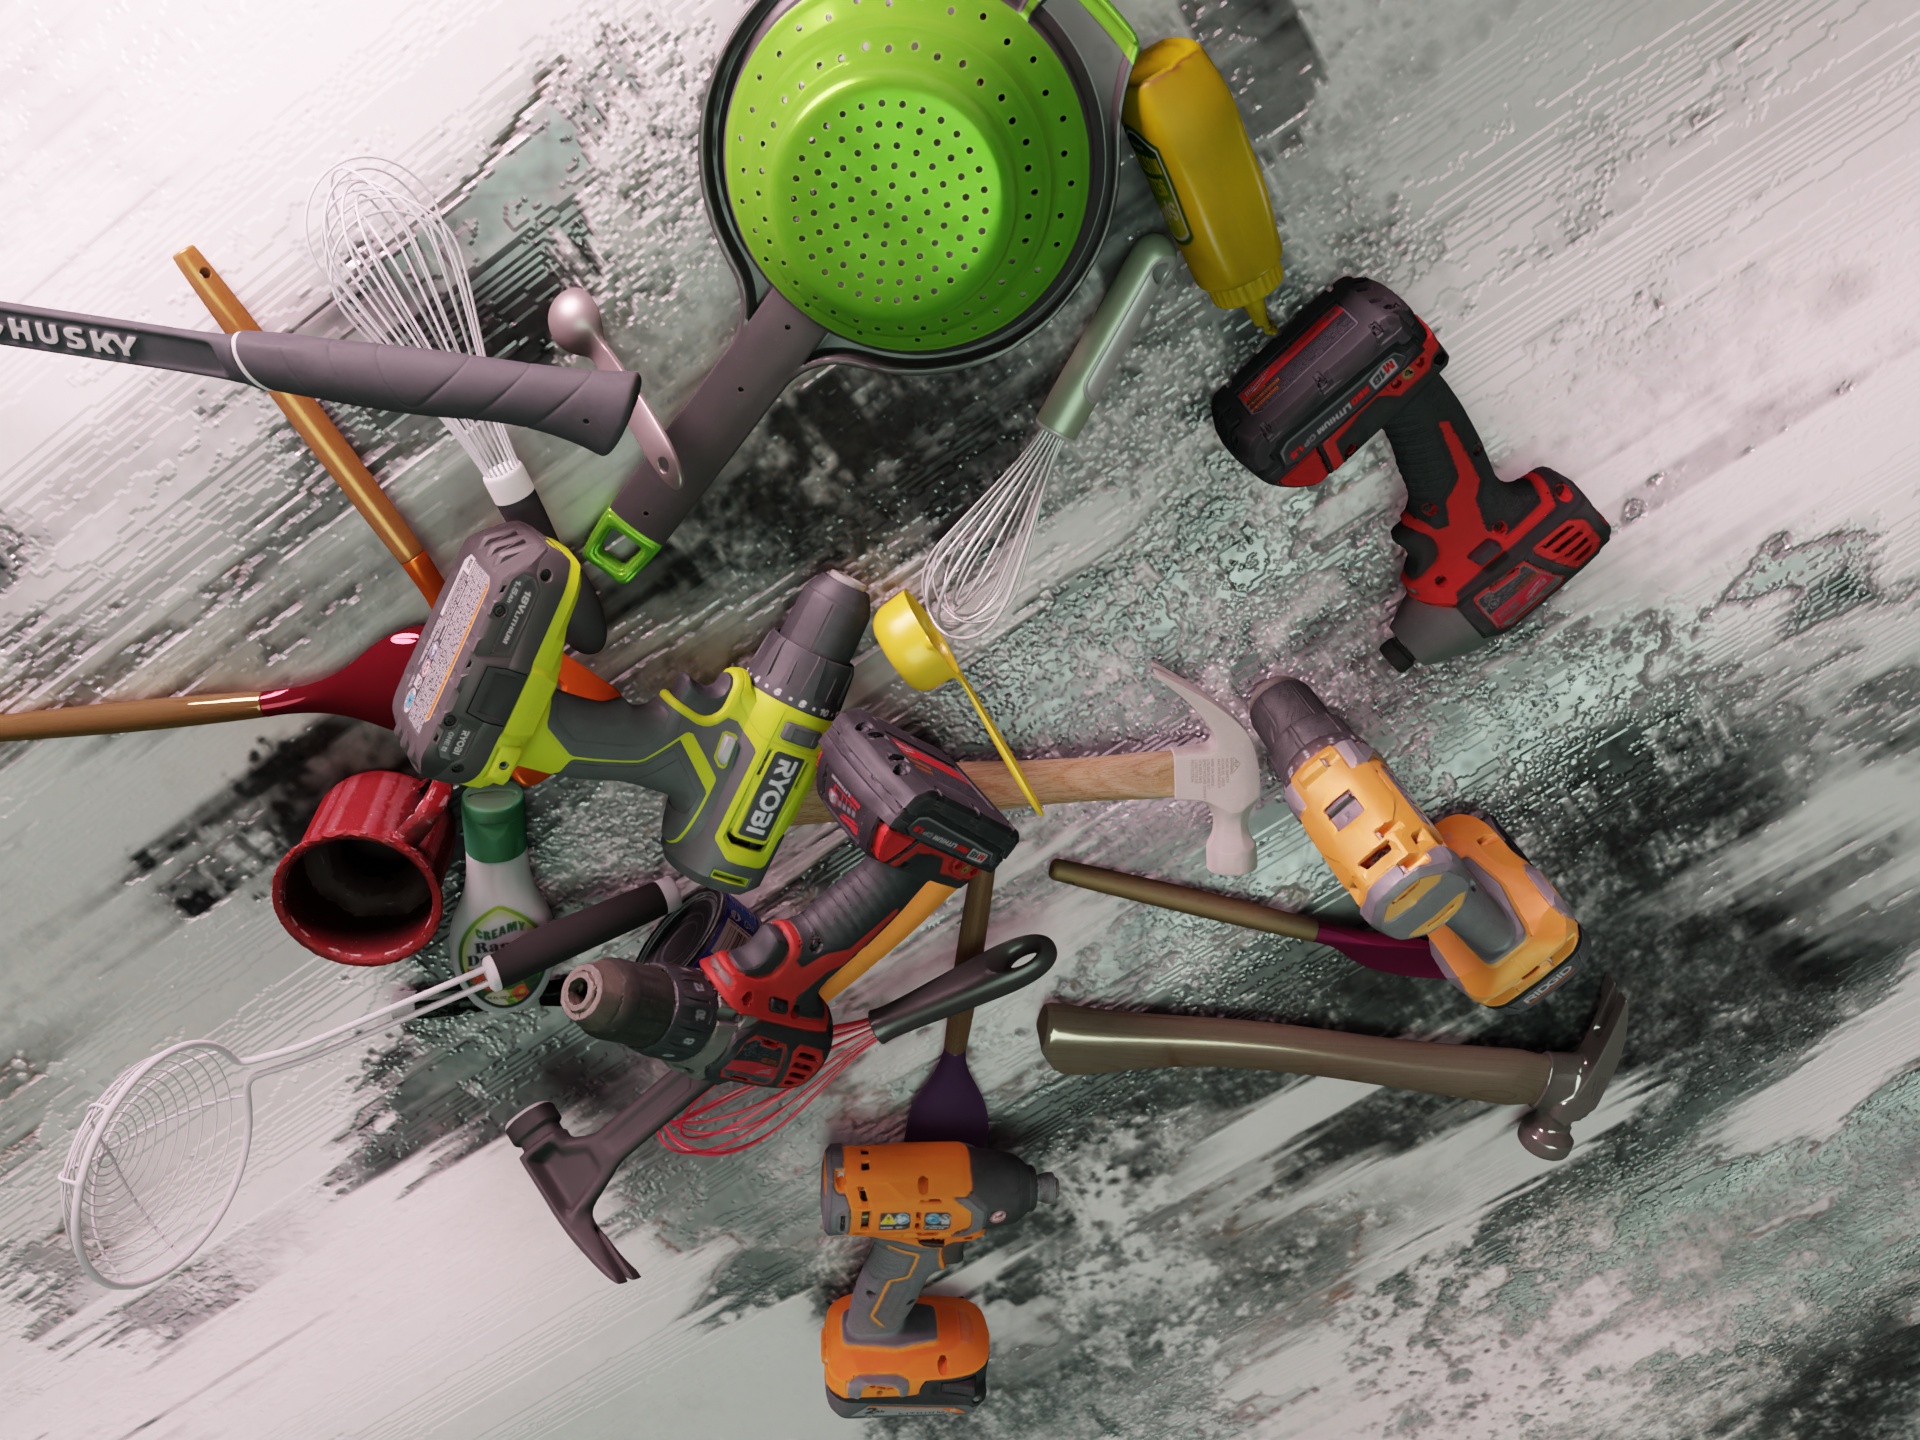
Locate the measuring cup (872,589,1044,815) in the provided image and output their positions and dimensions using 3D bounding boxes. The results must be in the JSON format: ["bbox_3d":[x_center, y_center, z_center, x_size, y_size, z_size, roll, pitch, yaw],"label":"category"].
[{"bbox_3d":[-0.001,-0.003,0.914,0.029,0.062,0.156,-30,104,8],"label":"measuring cup"}]

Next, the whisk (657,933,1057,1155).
[{"bbox_3d":[-0.071,0.206,1.029,0.296,0.073,0.073,-26,118,9],"label":"whisk"}]

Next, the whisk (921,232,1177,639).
[{"bbox_3d":[0.048,-0.151,0.865,0.057,0.059,0.246,4,122,-53],"label":"whisk"}]

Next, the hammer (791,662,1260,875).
[{"bbox_3d":[0.014,0.038,0.961,0.331,0.031,0.130,-4,104,0],"label":"hammer"}]

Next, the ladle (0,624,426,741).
[{"bbox_3d":[-0.421,-0.009,0.902,0.315,0.031,0.069,-6,119,-1],"label":"ladle"}]

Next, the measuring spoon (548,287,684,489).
[{"bbox_3d":[-0.176,-0.166,0.804,0.124,0.018,0.034,57,135,12],"label":"measuring spoon"}]

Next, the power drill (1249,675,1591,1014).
[{"bbox_3d":[0.270,0.072,0.962,0.084,0.186,0.226,-44,133,17],"label":"power drill"}]

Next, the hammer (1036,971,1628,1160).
[{"bbox_3d":[0.257,0.223,1.099,0.410,0.038,0.146,8,116,-10],"label":"hammer"}]

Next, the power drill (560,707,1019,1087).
[{"bbox_3d":[-0.095,0.106,0.877,0.226,0.080,0.187,-50,143,9],"label":"power drill"}]

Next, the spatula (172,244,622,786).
[{"bbox_3d":[-0.303,-0.108,0.848,0.081,0.041,0.322,-47,119,-30],"label":"spatula"}]

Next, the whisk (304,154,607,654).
[{"bbox_3d":[-0.248,-0.152,0.825,0.070,0.070,0.284,-19,123,4],"label":"whisk"}]

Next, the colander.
[{"bbox_3d":[-0.078,-0.196,0.772,0.204,0.095,0.397,36,117,-15],"label":"colander"}]

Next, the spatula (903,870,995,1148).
[{"bbox_3d":[0.002,0.200,1.067,0.059,0.018,0.315,3,119,-8],"label":"spatula"}]

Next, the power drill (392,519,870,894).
[{"bbox_3d":[-0.165,-0.019,0.859,0.228,0.080,0.190,21,99,-37],"label":"power drill"}]

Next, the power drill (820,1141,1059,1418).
[{"bbox_3d":[-0.020,0.392,1.130,0.164,0.084,0.226,1,120,-7],"label":"power drill"}]

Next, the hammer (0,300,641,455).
[{"bbox_3d":[-0.355,-0.179,0.757,0.409,0.036,0.149,8,131,0],"label":"hammer"}]

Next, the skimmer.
[{"bbox_3d":[-0.311,0.185,0.894,0.363,0.090,0.127,-23,131,-27],"label":"skimmer"}]

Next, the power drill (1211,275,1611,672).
[{"bbox_3d":[0.248,-0.125,0.886,0.143,0.079,0.219,-43,118,17],"label":"power drill"}]

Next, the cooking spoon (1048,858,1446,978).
[{"bbox_3d":[0.210,0.132,1.047,0.318,0.017,0.068,14,155,-11],"label":"cooking spoon"}]

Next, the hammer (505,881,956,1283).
[{"bbox_3d":[-0.125,0.199,0.994,0.337,0.034,0.127,-41,71,2],"label":"hammer"}]
